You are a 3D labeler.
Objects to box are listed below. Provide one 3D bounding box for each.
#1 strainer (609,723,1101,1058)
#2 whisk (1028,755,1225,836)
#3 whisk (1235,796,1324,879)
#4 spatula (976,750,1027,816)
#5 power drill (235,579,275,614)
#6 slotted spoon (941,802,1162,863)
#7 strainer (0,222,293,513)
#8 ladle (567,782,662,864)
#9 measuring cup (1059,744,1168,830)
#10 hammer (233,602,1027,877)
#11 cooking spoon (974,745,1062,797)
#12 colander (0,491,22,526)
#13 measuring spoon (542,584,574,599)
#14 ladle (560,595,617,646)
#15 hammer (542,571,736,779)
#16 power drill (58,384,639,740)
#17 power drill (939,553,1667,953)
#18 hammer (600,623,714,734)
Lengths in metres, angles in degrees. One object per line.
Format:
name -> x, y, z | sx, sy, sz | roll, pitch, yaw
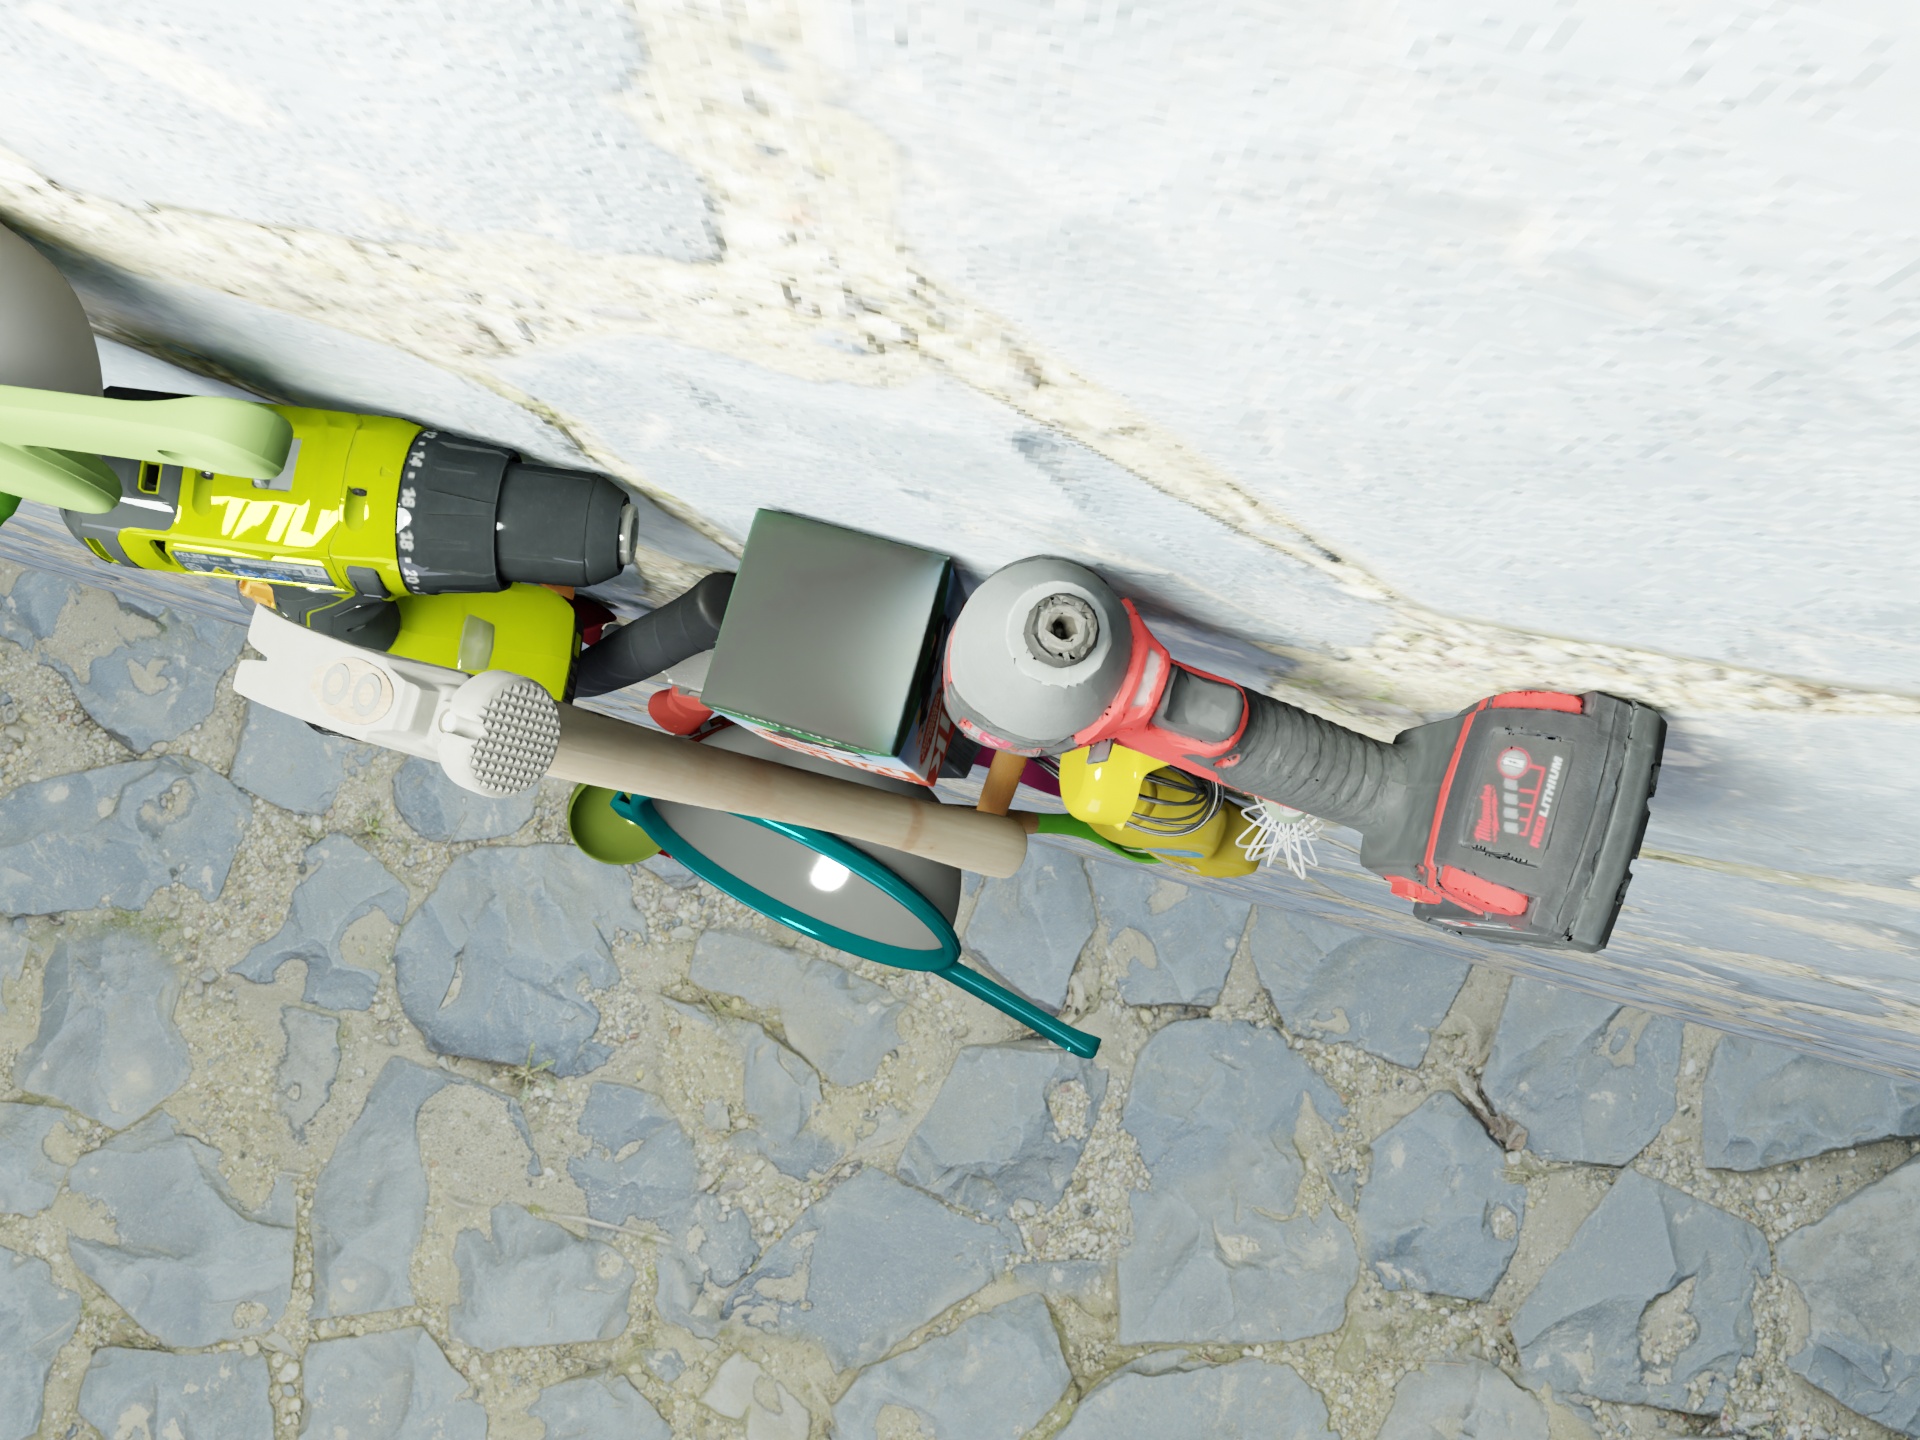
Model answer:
strainer -> -0.031, 0.092, 0.960 | 0.340, 0.095, 0.211 | 34, 157, -23
whisk -> 0.031, 0.010, 0.886 | 0.239, 0.055, 0.055 | 19, 175, 11
whisk -> 0.174, 0.045, 0.847 | 0.058, 0.059, 0.246 | -24, 164, 4
spatula -> 0.027, 0.027, 0.817 | 0.081, 0.041, 0.322 | -4, 160, -7
power drill -> -0.359, -0.060, 1.091 | 0.185, 0.084, 0.226 | 13, 170, 6
slotted spoon -> 0.027, 0.068, 1.099 | 0.313, 0.070, 0.031 | 5, 136, -27
strainer -> -0.254, -0.105, 0.407 | 0.256, 0.069, 0.151 | 11, 171, 29
ladle -> -0.131, 0.039, 1.045 | 0.320, 0.062, 0.078 | -13, 128, 31
measuring cup -> 0.082, 0.013, 0.764 | 0.029, 0.062, 0.156 | 5, 166, -13
hammer -> -0.097, 0.025, 0.678 | 0.146, 0.038, 0.410 | 15, 177, 33
cooking spoon -> -0.003, 0.019, 1.080 | 0.068, 0.017, 0.319 | 42, 168, -22
colander -> -0.419, -0.104, 0.720 | 0.397, 0.094, 0.204 | 16, 174, -8
measuring spoon -> -0.237, -0.087, 0.842 | 0.021, 0.011, 0.116 | 24, 174, 21
ladle -> -0.236, -0.050, 1.082 | 0.069, 0.031, 0.315 | -9, 175, 3
hammer -> -0.219, -0.022, 0.873 | 0.149, 0.036, 0.409 | 15, 163, -32
power drill -> -0.220, -0.054, 0.644 | 0.190, 0.080, 0.228 | 6, 163, -4
power drill -> 0.101, 0.005, 0.521 | 0.219, 0.078, 0.143 | 18, 174, -1
hammer -> -0.174, -0.015, 1.102 | 0.149, 0.037, 0.359 | 14, 173, -11
